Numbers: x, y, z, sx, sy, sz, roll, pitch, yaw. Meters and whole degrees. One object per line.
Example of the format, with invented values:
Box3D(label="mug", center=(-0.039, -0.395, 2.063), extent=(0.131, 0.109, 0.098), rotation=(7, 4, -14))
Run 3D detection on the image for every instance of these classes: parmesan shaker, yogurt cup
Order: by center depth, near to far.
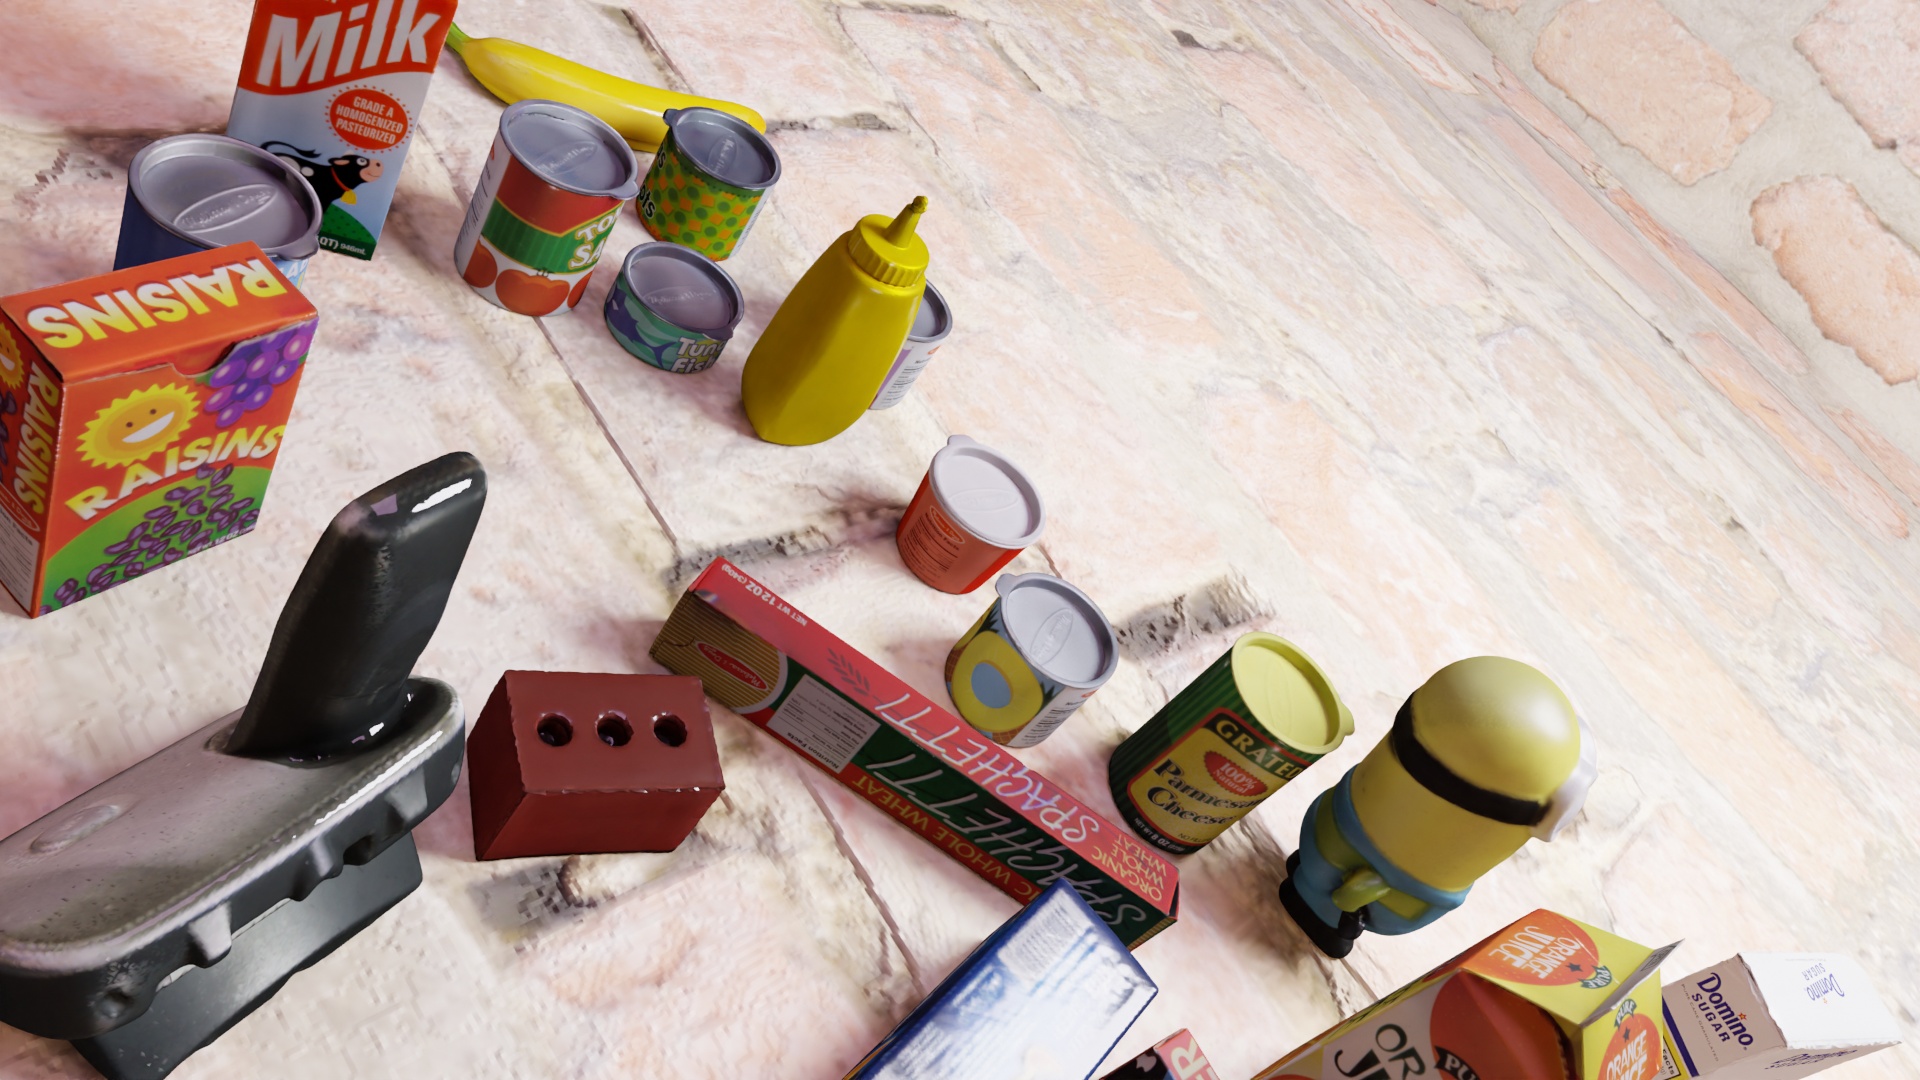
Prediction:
Box3D(label="parmesan shaker", center=(0.128, 0.101, 0.671), extent=(0.071, 0.102, 0.072), rotation=(22, 42, -21))
Box3D(label="yogurt cup", center=(0.003, -0.009, 0.717), extent=(0.072, 0.053, 0.073), rotation=(22, 42, -21))

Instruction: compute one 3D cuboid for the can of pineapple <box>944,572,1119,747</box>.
Box3D(label="can of pineapple", center=(0.033, 0.057, 0.674), extent=(0.071, 0.057, 0.071), rotation=(22, 42, -21))

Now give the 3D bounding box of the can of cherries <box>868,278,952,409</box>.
Box3D(label="can of cherries", center=(-0.049, -0.118, 0.779), extent=(0.071, 0.058, 0.072), rotation=(22, 42, -21))

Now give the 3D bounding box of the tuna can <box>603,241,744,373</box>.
Box3D(label="tuna can", center=(-0.148, -0.119, 0.723), extent=(0.071, 0.032, 0.071), rotation=(22, 42, -21))

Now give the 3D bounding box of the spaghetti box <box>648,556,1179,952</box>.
Box3D(label="spaghetti box", center=(-0.017, 0.098, 0.601), extent=(0.250, 0.050, 0.029), rotation=(35, 39, -5))

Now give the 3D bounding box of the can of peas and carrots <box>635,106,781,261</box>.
Box3D(label="can of peas and carrots", center=(-0.145, -0.202, 0.784), extent=(0.071, 0.058, 0.071), rotation=(22, 42, -21))

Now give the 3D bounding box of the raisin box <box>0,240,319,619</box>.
Box3D(label="raisin box", center=(-0.276, -0.037, 0.469), extent=(0.040, 0.122, 0.086), rotation=(46, 39, 8))

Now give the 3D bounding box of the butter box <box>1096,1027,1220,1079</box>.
Box3D(label="butter box", center=(0.095, 0.249, 0.541), extent=(0.024, 0.053, 0.104), rotation=(-12, 61, -44))

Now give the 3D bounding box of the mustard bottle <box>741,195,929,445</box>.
Box3D(label="mustard bottle", center=(-0.054, -0.113, 0.689), extent=(0.065, 0.159, 0.049), rotation=(-5, 56, -41))

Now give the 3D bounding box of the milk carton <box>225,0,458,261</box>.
Box3D(label="milk carton", center=(-0.267, -0.221, 0.603), extent=(0.072, 0.189, 0.074), rotation=(13, 46, -30))

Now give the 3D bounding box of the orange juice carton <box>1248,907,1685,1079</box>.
Box3D(label="orange juice carton", center=(0.196, 0.209, 0.547), extent=(0.072, 0.191, 0.073), rotation=(-9, 59, -43))

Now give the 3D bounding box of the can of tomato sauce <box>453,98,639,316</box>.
Box3D(label="can of tomato sauce", center=(-0.202, -0.160, 0.680), extent=(0.071, 0.082, 0.071), rotation=(22, 42, -21))

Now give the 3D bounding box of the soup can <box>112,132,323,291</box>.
Box3D(label="soup can", center=(-0.296, -0.106, 0.552), extent=(0.071, 0.083, 0.072), rotation=(22, 42, -21))
